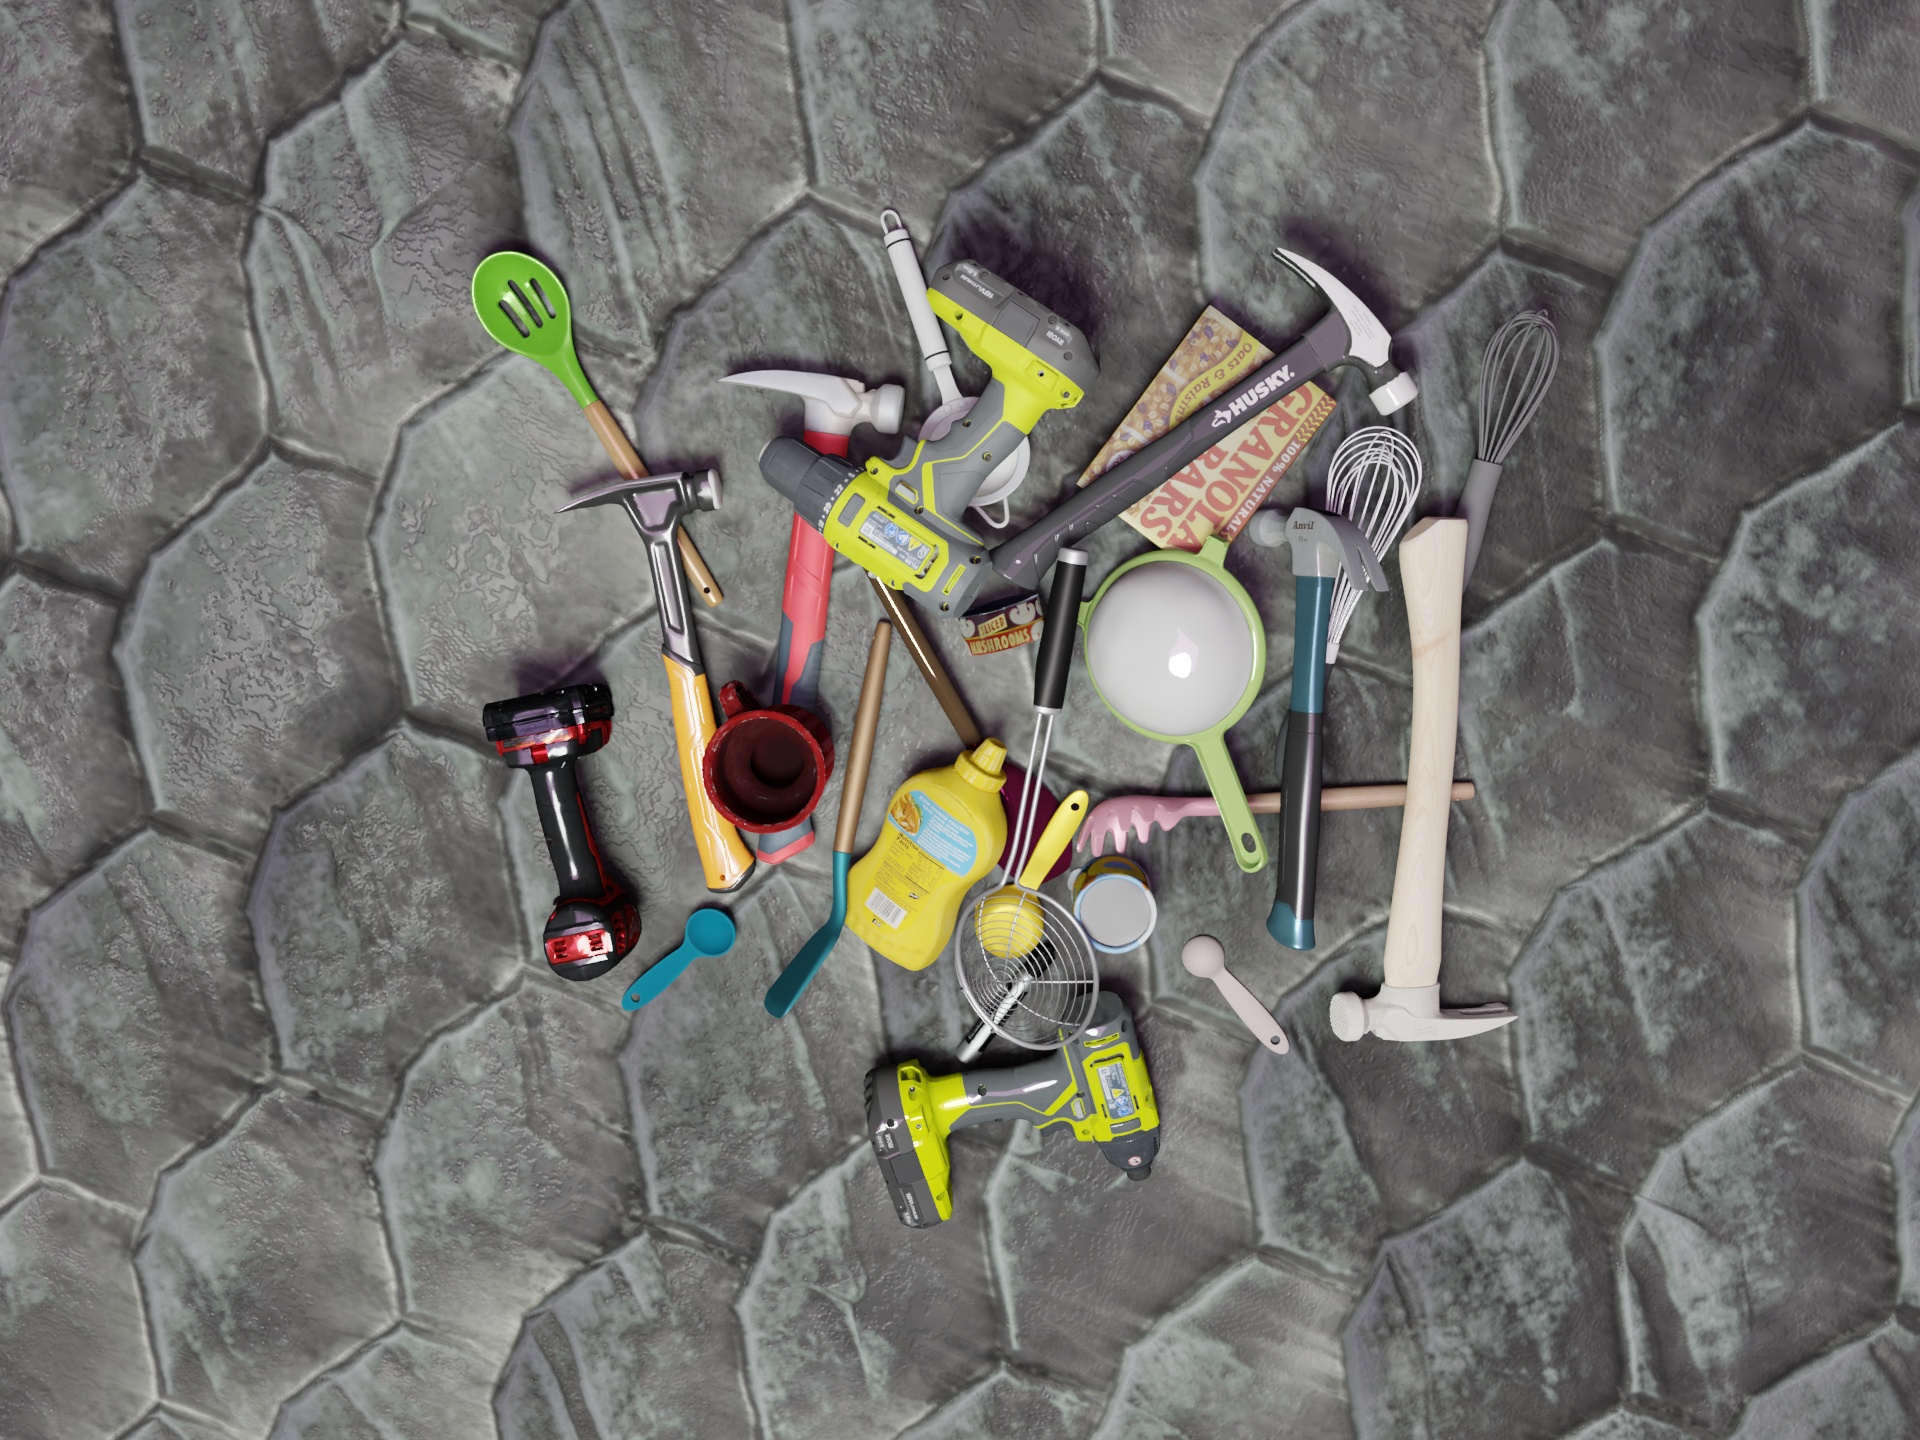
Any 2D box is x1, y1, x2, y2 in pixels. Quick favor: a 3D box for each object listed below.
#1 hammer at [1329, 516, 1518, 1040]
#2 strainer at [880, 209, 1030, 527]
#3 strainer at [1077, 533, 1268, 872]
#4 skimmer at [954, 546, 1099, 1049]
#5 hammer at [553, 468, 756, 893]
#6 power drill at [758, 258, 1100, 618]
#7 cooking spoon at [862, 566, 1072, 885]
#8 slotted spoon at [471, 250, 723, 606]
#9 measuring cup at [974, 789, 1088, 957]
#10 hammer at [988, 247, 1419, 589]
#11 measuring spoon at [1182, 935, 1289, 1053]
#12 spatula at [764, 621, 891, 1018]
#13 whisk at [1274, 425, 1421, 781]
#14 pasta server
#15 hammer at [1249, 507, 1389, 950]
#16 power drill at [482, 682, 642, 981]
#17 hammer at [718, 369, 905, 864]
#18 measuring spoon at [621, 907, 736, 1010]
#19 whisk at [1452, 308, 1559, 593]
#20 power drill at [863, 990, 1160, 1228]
[{"bbox_3d":[0.371,0.050,1.229,0.146,0.038,0.410,-1,102,-8],"label":"hammer"},{"bbox_3d":[-0.013,-0.267,1.218,0.087,0.050,0.258,-19,92,-8],"label":"strainer"},{"bbox_3d":[0.167,-0.001,1.193,0.151,0.069,0.256,-22,88,34],"label":"strainer"},{"bbox_3d":[0.071,0.057,1.175,0.127,0.090,0.363,3,102,-33],"label":"skimmer"},{"bbox_3d":[-0.223,-0.023,1.256,0.127,0.034,0.336,-9,102,5],"label":"hammer"},{"bbox_3d":[-0.023,-0.214,1.164,0.190,0.080,0.228,35,98,9],"label":"power drill"},{"bbox_3d":[-0.002,-0.004,1.251,0.069,0.017,0.318,-28,105,7],"label":"cooking spoon"},{"bbox_3d":[-0.276,-0.223,1.244,0.070,0.031,0.313,-31,98,7],"label":"slotted spoon"},{"bbox_3d":[0.061,0.124,1.267,0.062,0.029,0.156,26,110,-6],"label":"measuring cup"},{"bbox_3d":[0.159,-0.208,1.180,0.335,0.035,0.146,-34,96,8],"label":"hammer"},{"bbox_3d":[0.227,0.227,1.293,0.034,0.018,0.124,-40,96,8],"label":"measuring spoon"},{"bbox_3d":[-0.098,0.076,1.248,0.044,0.082,0.317,12,86,-16],"label":"spatula"},{"bbox_3d":[0.288,-0.086,1.226,0.070,0.070,0.284,14,104,0],"label":"whisk"},{"bbox_3d":[0.249,0.072,1.259,0.316,0.060,0.040,-4,69,0],"label":"pasta server"},{"bbox_3d":[0.259,0.007,1.196,0.033,0.128,0.331,-1,97,-28],"label":"hammer"},{"bbox_3d":[-0.299,0.085,1.242,0.078,0.143,0.219,-12,92,0],"label":"power drill"},{"bbox_3d":[-0.139,-0.078,1.253,0.143,0.038,0.386,8,99,3],"label":"hammer"},{"bbox_3d":[-0.234,0.198,1.315,0.128,0.021,0.042,-41,96,17],"label":"measuring spoon"},{"bbox_3d":[0.400,-0.194,1.207,0.055,0.055,0.239,14,103,0],"label":"whisk"},{"bbox_3d":[0.046,0.324,1.282,0.223,0.080,0.171,-15,114,2],"label":"power drill"}]
